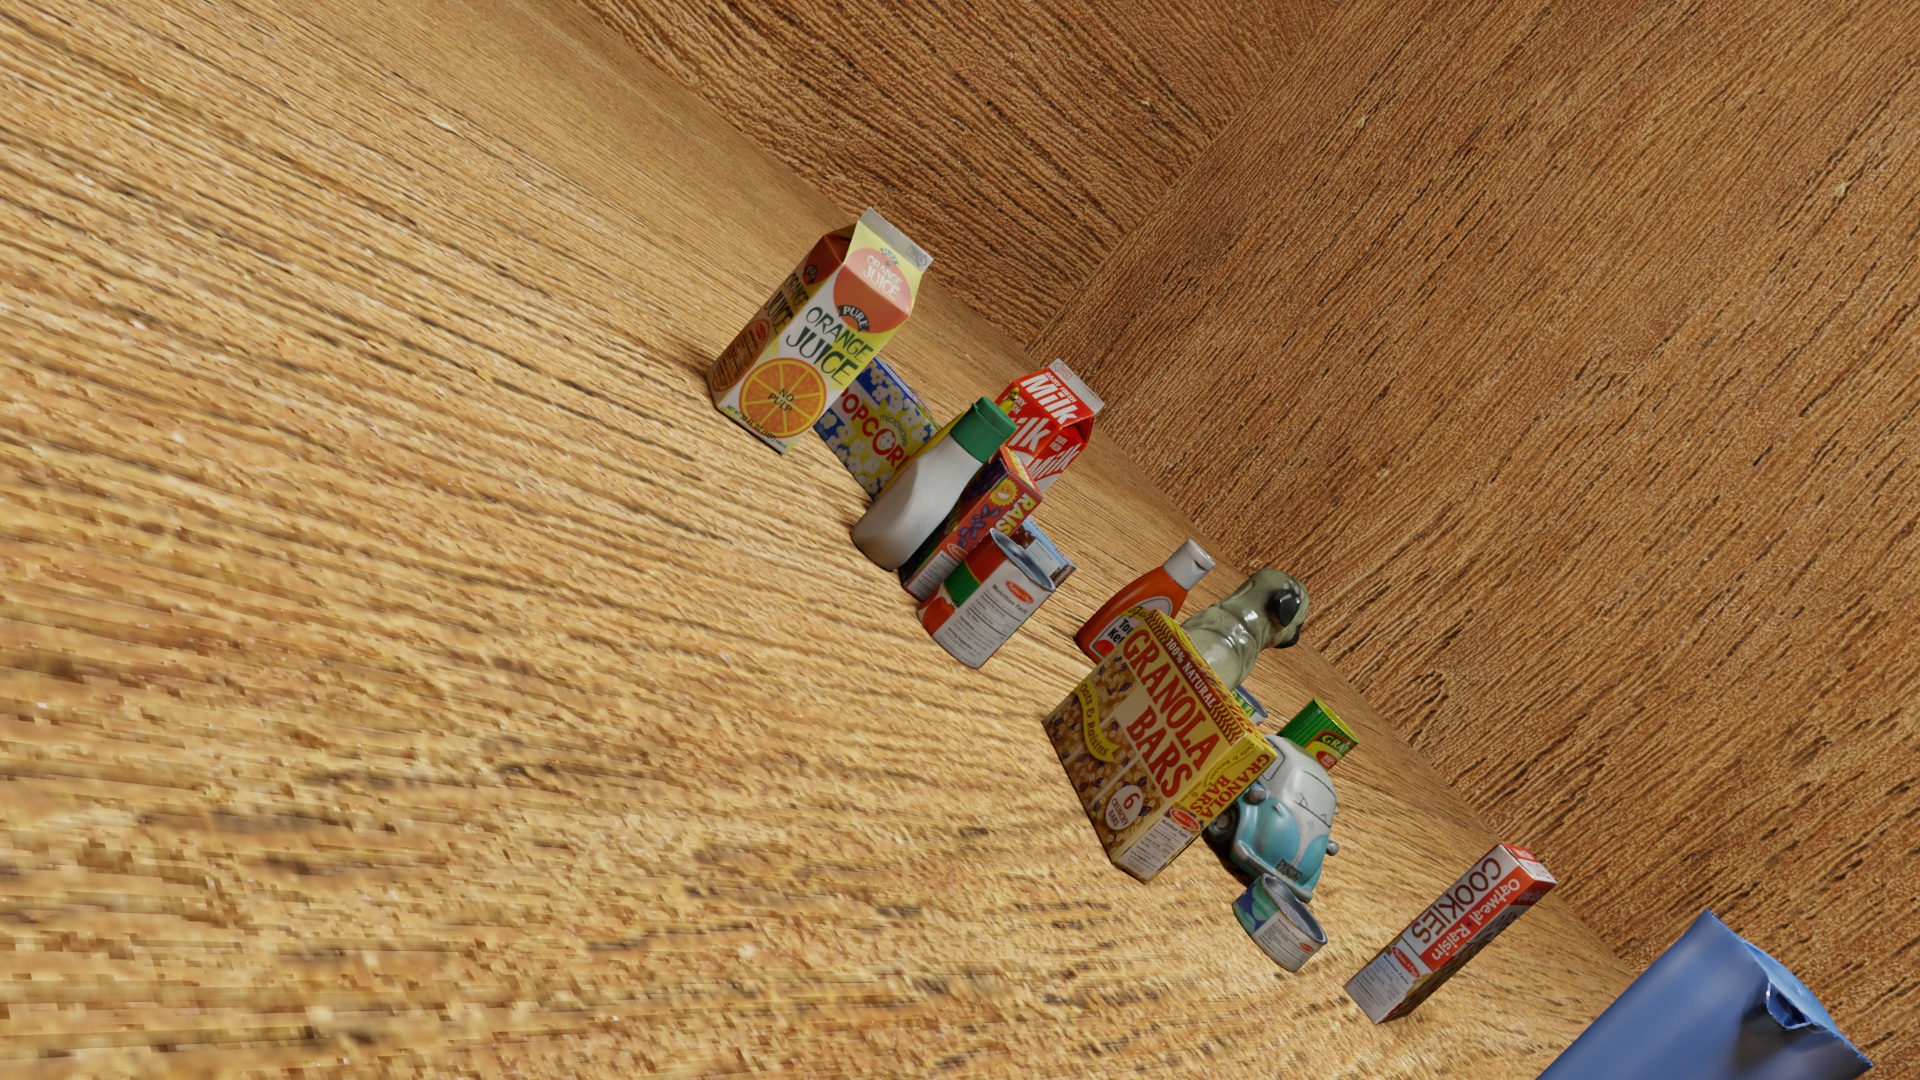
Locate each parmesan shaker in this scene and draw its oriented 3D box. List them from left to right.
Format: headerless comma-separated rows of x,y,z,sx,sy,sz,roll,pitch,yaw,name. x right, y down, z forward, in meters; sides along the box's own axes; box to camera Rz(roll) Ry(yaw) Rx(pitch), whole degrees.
0.369,0.229,1.492,0.071,0.103,0.071,41,11,-10,parmesan shaker

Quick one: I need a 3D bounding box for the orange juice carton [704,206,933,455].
-0.109,-0.168,1.087,0.071,0.192,0.073,36,13,-33,orange juice carton

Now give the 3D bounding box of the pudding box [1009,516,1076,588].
0.070,0.014,1.397,0.084,0.049,0.030,48,12,24,pudding box

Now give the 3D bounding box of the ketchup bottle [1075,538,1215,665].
0.182,0.063,1.347,0.064,0.148,0.044,39,11,-21,ketchup bottle

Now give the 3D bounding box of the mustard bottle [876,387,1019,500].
-0.003,-0.065,1.154,0.065,0.160,0.049,43,11,-1,mustard bottle

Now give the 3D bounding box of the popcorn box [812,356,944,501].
-0.068,-0.094,1.232,0.127,0.085,0.038,49,12,29,popcorn box

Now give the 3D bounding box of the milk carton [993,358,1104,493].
0.049,-0.081,1.314,0.072,0.190,0.073,48,12,24,milk carton

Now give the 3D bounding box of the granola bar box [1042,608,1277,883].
0.133,0.138,0.965,0.039,0.124,0.166,38,12,-27,granola bar box

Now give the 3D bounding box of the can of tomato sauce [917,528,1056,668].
0.019,0.043,1.027,0.071,0.083,0.071,41,11,-10,can of tomato sauce

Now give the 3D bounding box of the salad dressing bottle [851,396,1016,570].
-0.019,-0.044,1.052,0.044,0.147,0.064,38,12,-25,salad dressing bottle

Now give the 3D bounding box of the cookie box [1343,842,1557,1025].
0.390,0.310,1.100,0.040,0.167,0.123,49,13,30,cookie box

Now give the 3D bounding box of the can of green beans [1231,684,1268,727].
0.285,0.184,1.484,0.071,0.057,0.071,41,11,-10,can of green beans

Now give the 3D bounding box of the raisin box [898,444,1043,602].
0.004,-0.014,1.082,0.040,0.123,0.086,39,11,-19,raisin box

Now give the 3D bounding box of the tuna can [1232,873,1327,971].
0.234,0.279,1.022,0.071,0.032,0.071,41,11,-10,tuna can

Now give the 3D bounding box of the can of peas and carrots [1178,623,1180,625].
0.232,0.130,1.500,0.071,0.058,0.071,41,11,-10,can of peas and carrots
